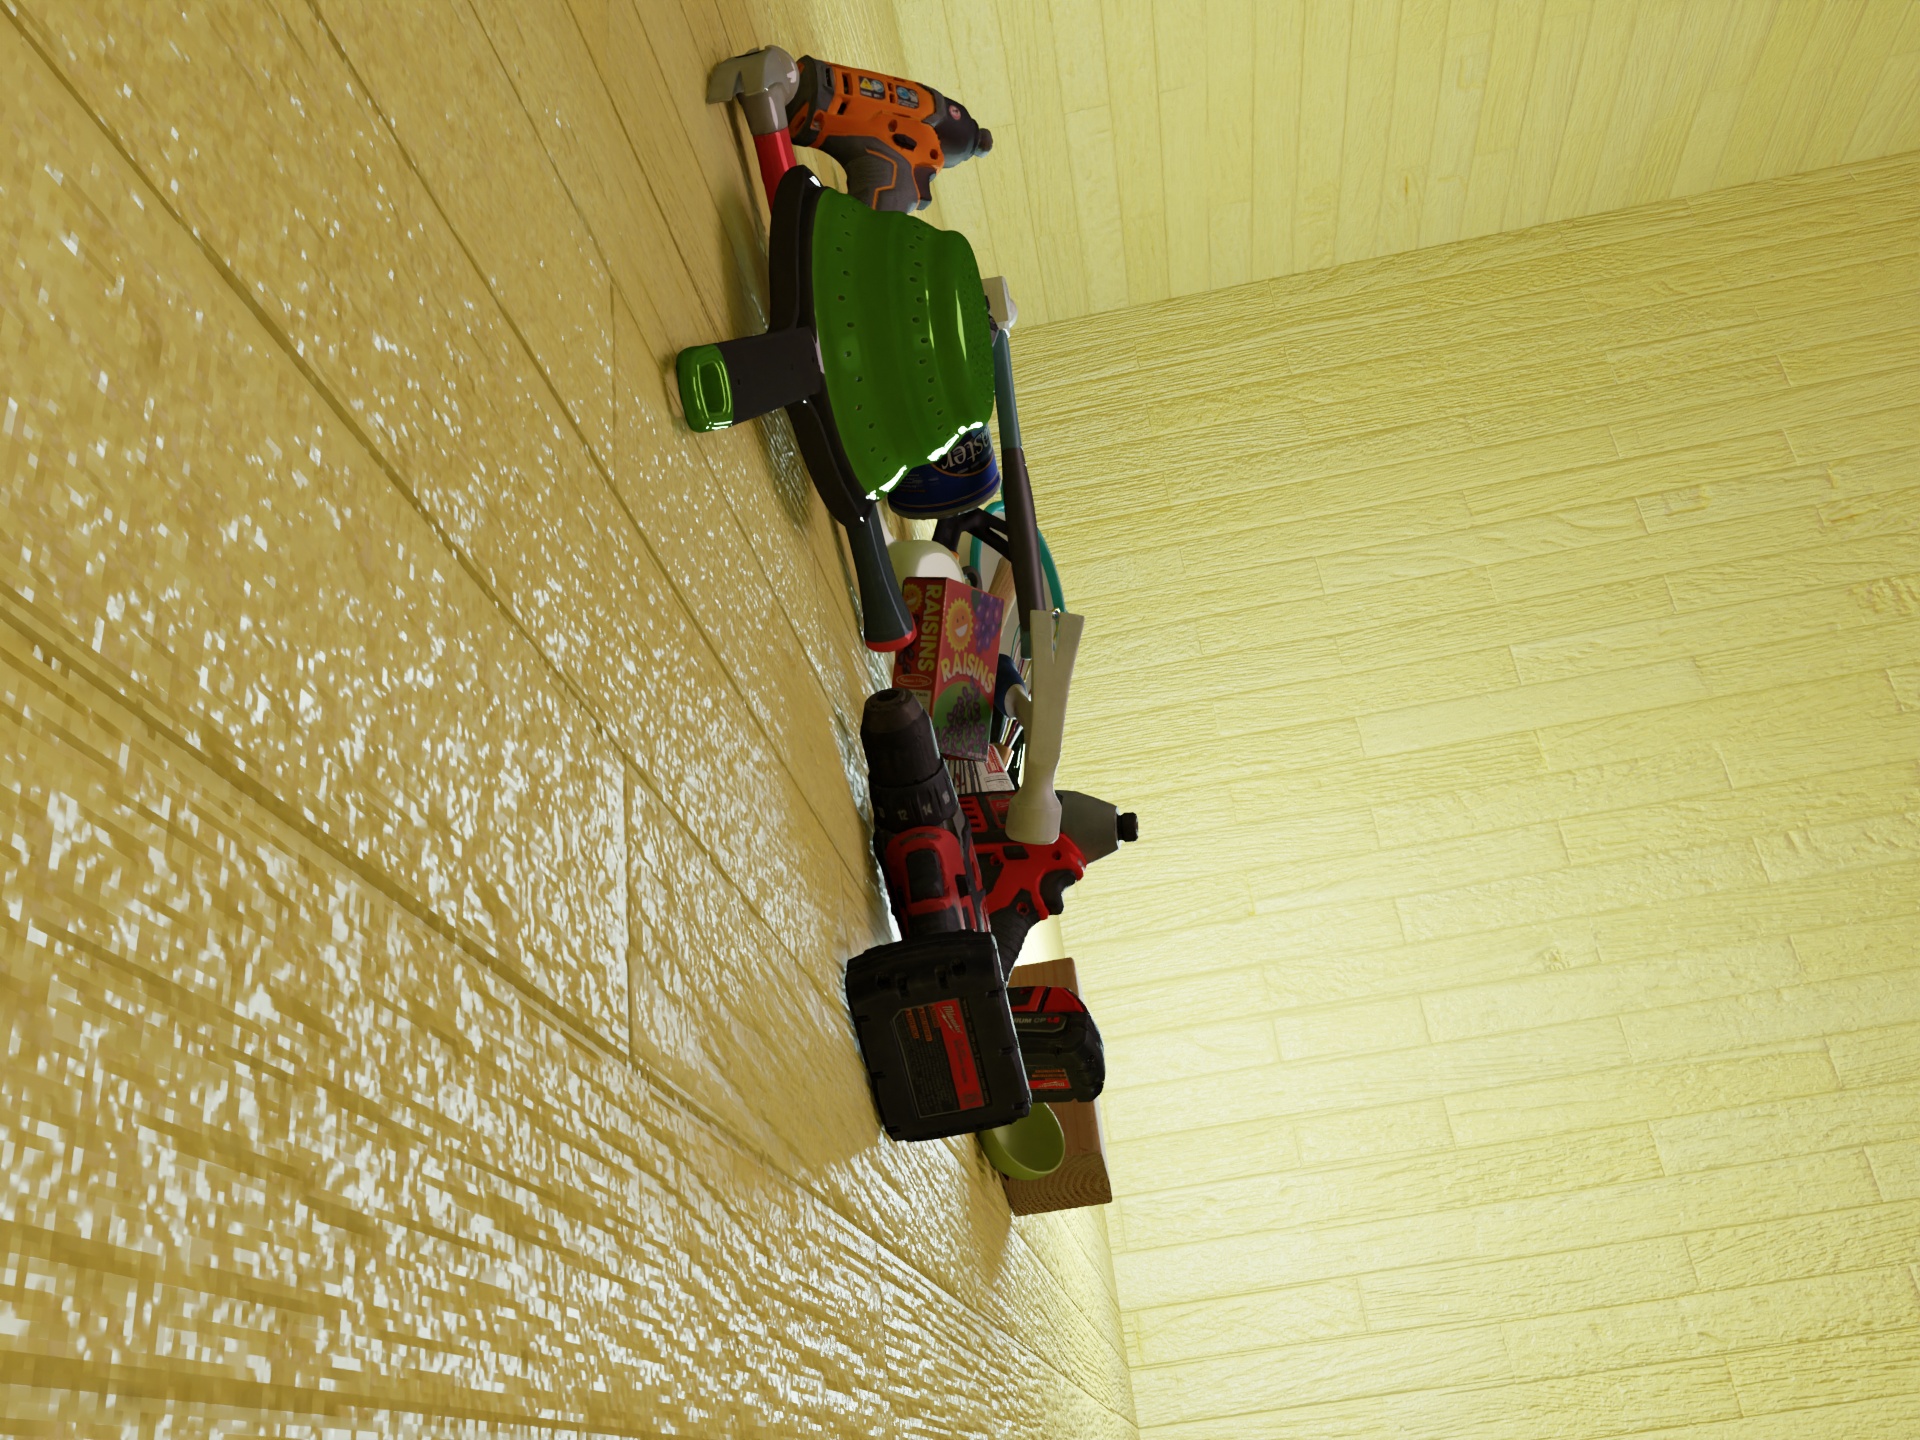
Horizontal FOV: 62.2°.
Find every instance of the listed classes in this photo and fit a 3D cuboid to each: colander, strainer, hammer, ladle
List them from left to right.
[{"bbox_3d":[-0.085,-0.214,0.999,0.143,0.038,0.386,-88,167,-63],"label":"hammer"},{"bbox_3d":[-0.047,-0.193,0.829,0.397,0.094,0.204,-62,144,-71],"label":"colander"},{"bbox_3d":[-0.012,-0.128,1.374,0.034,0.127,0.337,-60,-173,25],"label":"hammer"},{"bbox_3d":[0.010,-0.073,1.593,0.210,0.095,0.341,62,33,-31],"label":"strainer"},{"bbox_3d":[0.015,-0.054,1.434,0.331,0.031,0.130,-68,153,-53],"label":"hammer"},{"bbox_3d":[0.016,0.213,1.193,0.078,0.062,0.320,-63,143,-58],"label":"ladle"},{"bbox_3d":[0.046,-0.044,1.758,0.151,0.069,0.256,93,4,-70],"label":"strainer"},{"bbox_3d":[0.046,-0.215,1.352,0.128,0.033,0.331,11,72,-81],"label":"hammer"},{"bbox_3d":[0.043,-0.019,1.173,0.405,0.035,0.144,-113,-150,-82],"label":"hammer"}]

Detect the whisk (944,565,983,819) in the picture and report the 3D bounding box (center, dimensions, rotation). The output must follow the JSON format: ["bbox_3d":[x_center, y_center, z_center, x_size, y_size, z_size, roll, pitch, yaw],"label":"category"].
[{"bbox_3d":[-0.001,-0.004,1.213,0.055,0.055,0.239,61,33,-75],"label":"whisk"}]

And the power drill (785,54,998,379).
[{"bbox_3d":[-0.038,-0.361,1.150,0.084,0.164,0.227,-27,-113,56],"label":"power drill"}]

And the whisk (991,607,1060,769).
[{"bbox_3d":[0.046,0.004,1.487,0.245,0.051,0.047,-68,-169,-12],"label":"whisk"}]

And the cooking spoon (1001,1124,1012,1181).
[{"bbox_3d":[0.023,0.220,1.309,0.069,0.017,0.319,-170,-104,-80],"label":"cooking spoon"}]

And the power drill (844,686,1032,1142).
[{"bbox_3d":[-0.020,0.103,0.902,0.227,0.080,0.187,-97,175,-63],"label":"power drill"}]

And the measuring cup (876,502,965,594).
[{"bbox_3d":[-0.044,-0.135,1.167,0.083,0.038,0.167,-45,122,-40],"label":"measuring cup"}]

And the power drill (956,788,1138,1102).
[{"bbox_3d":[0.048,0.142,1.079,0.078,0.143,0.220,71,19,-50],"label":"power drill"}]

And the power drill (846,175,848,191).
[{"bbox_3d":[-0.058,-0.430,1.541,0.226,0.084,0.185,-30,108,-80],"label":"power drill"}]
